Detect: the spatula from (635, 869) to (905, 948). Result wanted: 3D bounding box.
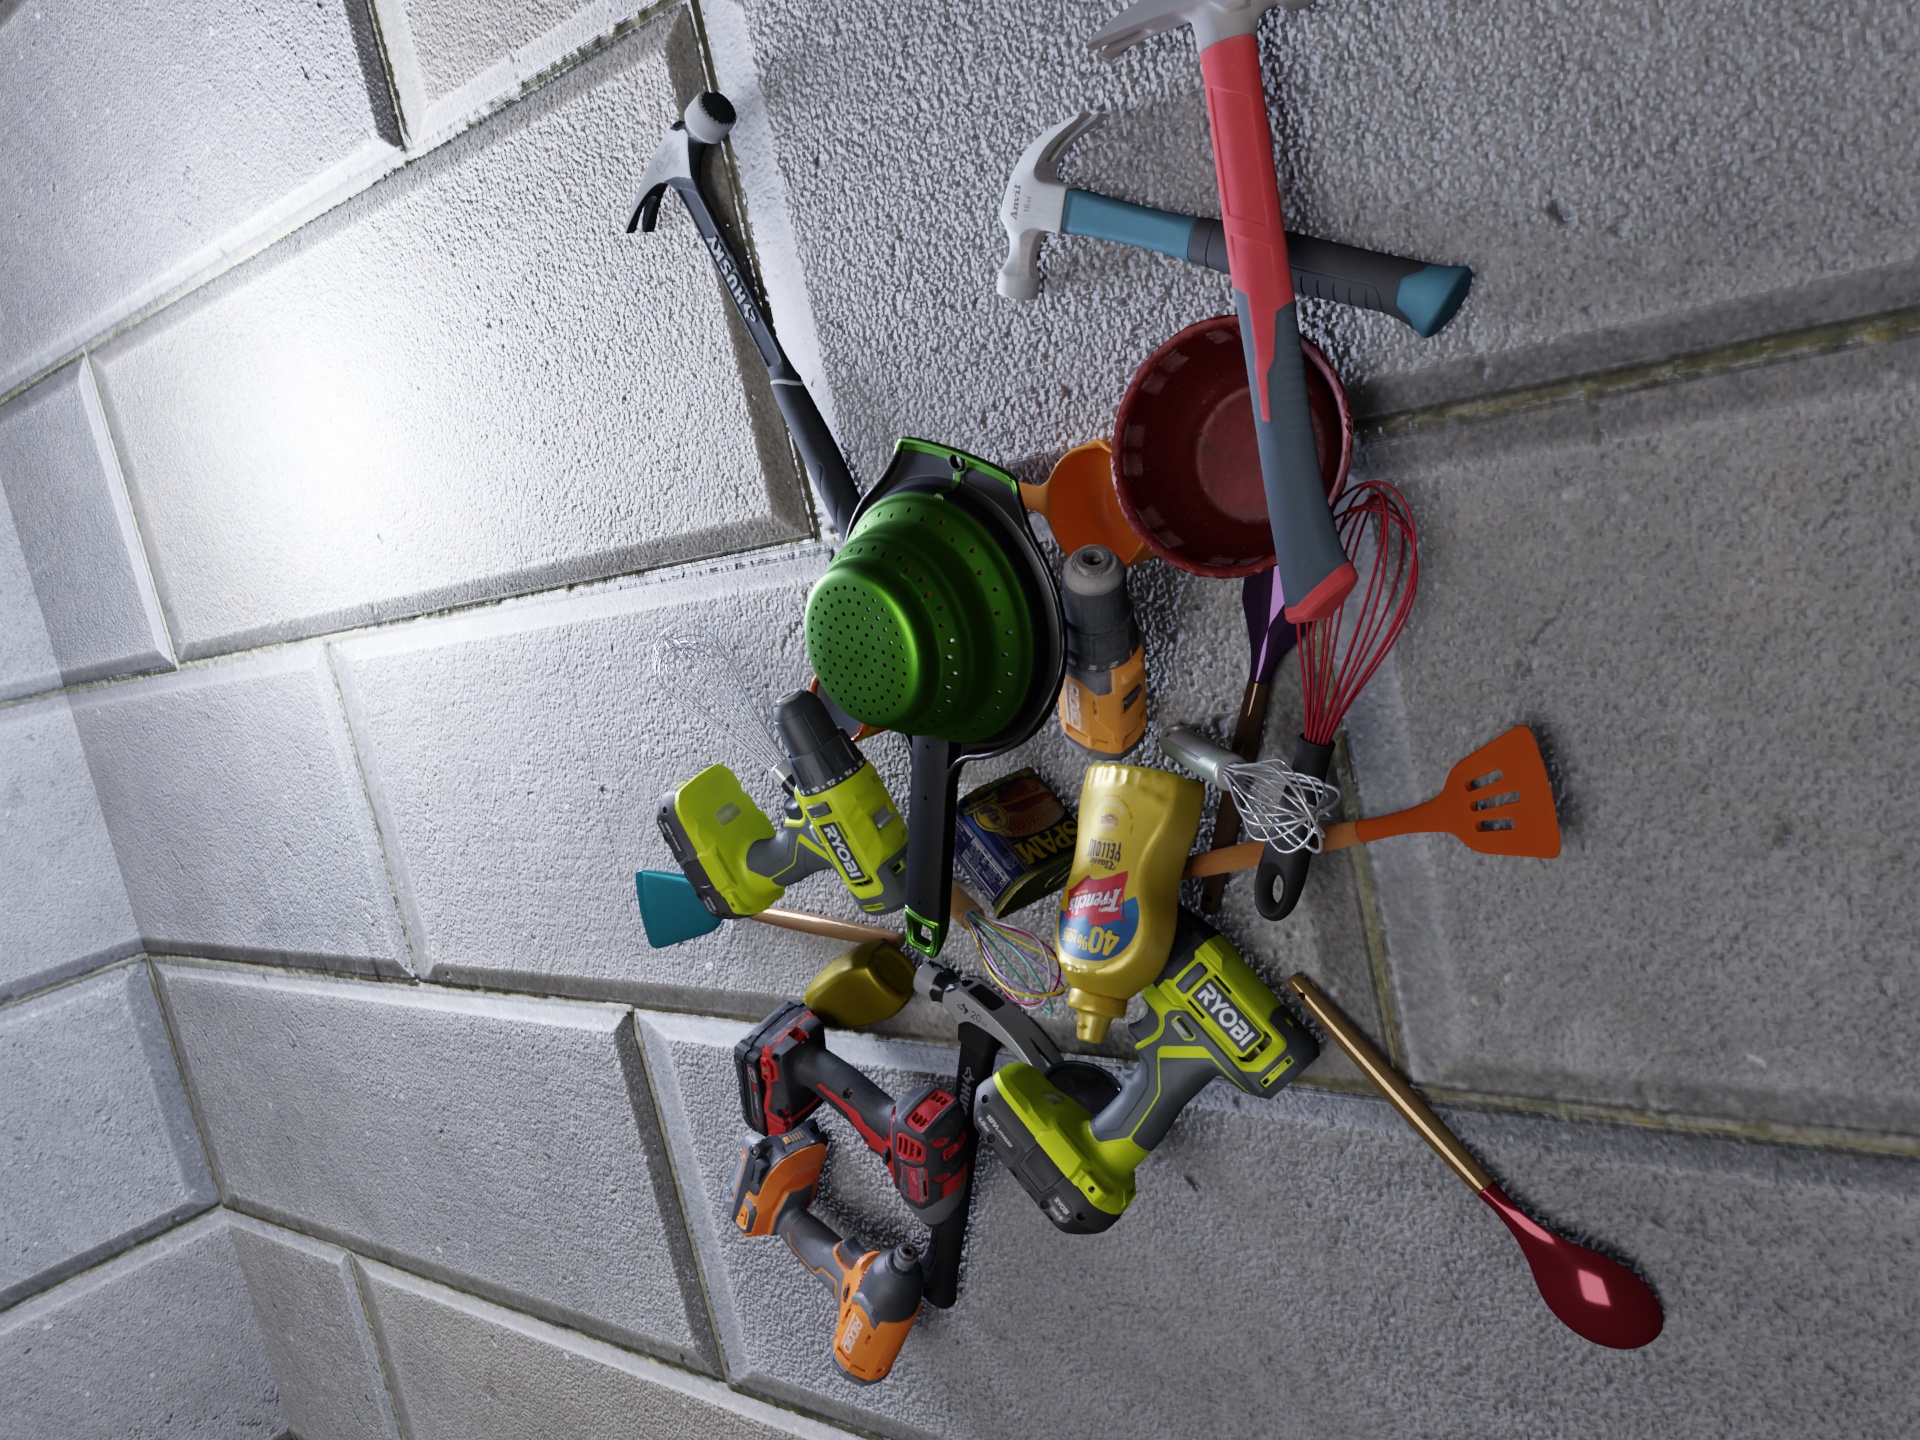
[{"bbox_3d":[-0.177,0.186,1.462,0.318,0.044,0.082,3,108,40],"label":"spatula"}]

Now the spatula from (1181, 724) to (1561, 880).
[{"bbox_3d":[0.237,0.077,1.043,0.322,0.041,0.081,-18,80,39],"label":"spatula"}]

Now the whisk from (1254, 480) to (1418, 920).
[{"bbox_3d":[0.229,-0.006,0.999,0.073,0.073,0.295,24,114,34],"label":"whisk"}]

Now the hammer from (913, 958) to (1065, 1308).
[{"bbox_3d":[0.005,0.376,1.372,0.146,0.035,0.334,27,121,34],"label":"hammer"}]

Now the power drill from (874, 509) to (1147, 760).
[{"bbox_3d":[0.035,-0.086,1.114,0.226,0.084,0.185,34,154,28],"label":"power drill"}]

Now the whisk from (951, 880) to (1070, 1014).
[{"bbox_3d":[0.021,0.160,1.219,0.051,0.047,0.245,54,172,-26],"label":"whisk"}]

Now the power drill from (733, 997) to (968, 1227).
[{"bbox_3d":[-0.087,0.343,1.364,0.220,0.078,0.143,23,132,31],"label":"power drill"}]

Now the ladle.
[{"bbox_3d":[0.331,0.288,1.056,0.316,0.031,0.069,48,131,21],"label":"ladle"}]

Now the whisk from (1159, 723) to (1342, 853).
[{"bbox_3d":[0.175,0.034,1.012,0.059,0.058,0.246,62,174,-15],"label":"whisk"}]

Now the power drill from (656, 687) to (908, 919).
[{"bbox_3d":[-0.147,0.077,1.317,0.228,0.080,0.190,-15,108,44],"label":"power drill"}]

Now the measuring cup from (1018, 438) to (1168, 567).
[{"bbox_3d":[0.077,-0.157,1.111,0.174,0.052,0.095,18,117,41],"label":"measuring cup"}]

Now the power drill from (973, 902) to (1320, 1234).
[{"bbox_3d":[0.123,0.246,1.150,0.223,0.080,0.171,-46,72,14],"label":"power drill"}]

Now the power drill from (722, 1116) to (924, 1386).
[{"bbox_3d":[-0.119,0.476,1.467,0.227,0.084,0.164,45,129,31],"label":"power drill"}]

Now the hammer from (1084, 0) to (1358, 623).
[{"bbox_3d":[0.166,-0.248,0.944,0.143,0.038,0.386,-9,88,35],"label":"hammer"}]

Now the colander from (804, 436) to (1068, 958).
[{"bbox_3d":[-0.040,0.012,1.091,0.205,0.094,0.396,26,125,35],"label":"colander"}]

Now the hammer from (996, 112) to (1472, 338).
[{"bbox_3d":[0.160,-0.298,0.999,0.331,0.033,0.128,26,122,33],"label":"hammer"}]

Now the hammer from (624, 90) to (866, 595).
[{"bbox_3d":[-0.152,-0.287,1.281,0.149,0.036,0.409,-30,84,45],"label":"hammer"}]

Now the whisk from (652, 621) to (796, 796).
[{"bbox_3d":[-0.176,0.024,1.400,0.285,0.070,0.070,47,130,14],"label":"whisk"}]

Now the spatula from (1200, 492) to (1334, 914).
[{"bbox_3d":[0.200,-0.004,1.075,0.060,0.018,0.315,21,118,24],"label":"spatula"}]
